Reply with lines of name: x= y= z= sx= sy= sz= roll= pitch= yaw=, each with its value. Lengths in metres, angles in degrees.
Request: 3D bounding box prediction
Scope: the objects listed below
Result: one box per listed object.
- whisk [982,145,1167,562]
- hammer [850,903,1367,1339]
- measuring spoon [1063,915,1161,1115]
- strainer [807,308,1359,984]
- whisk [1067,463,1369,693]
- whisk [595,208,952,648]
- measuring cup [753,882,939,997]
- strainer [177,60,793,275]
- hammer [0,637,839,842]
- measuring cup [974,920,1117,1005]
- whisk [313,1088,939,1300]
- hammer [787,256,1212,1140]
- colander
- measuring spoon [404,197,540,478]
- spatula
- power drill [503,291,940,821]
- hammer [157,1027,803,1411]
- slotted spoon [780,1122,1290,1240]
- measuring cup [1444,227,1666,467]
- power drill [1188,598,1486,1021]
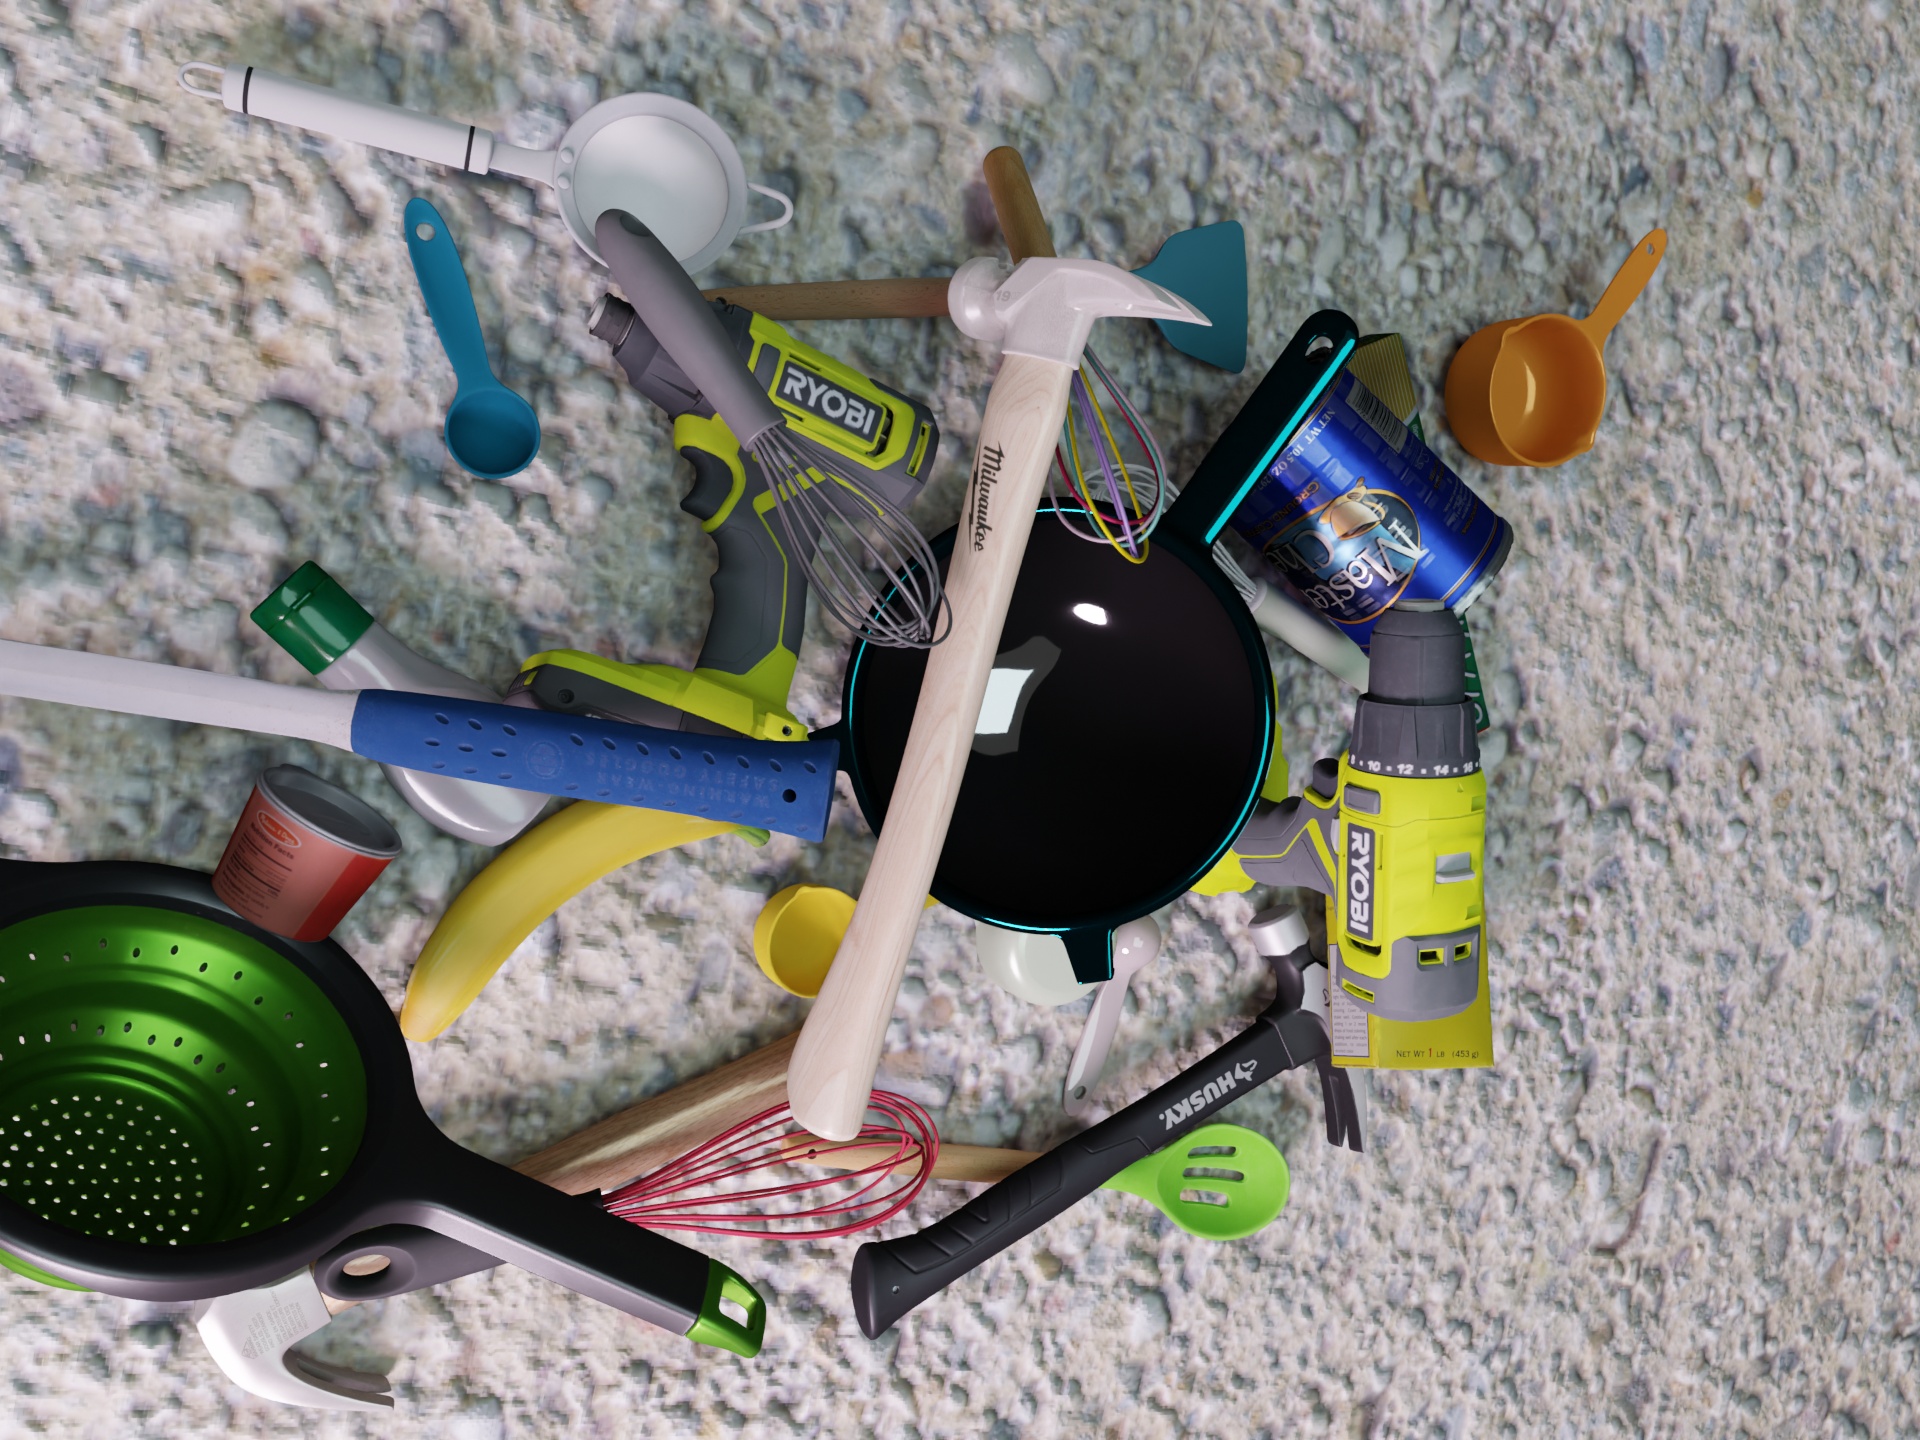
whisk: x=0.048 y=-0.181 z=0.756 sx=0.047 sy=0.051 sz=0.245 roll=-2 pitch=63 yaw=-27
hammer: x=0.087 y=0.240 z=0.882 sx=0.335 sy=0.035 sz=0.146 roll=-26 pitch=95 yaw=-22
measuring spoon: x=0.086 y=0.169 z=0.905 sx=0.034 sy=0.018 sz=0.124 roll=19 pitch=91 yaw=-25
strainer: x=0.090 y=-0.052 z=0.799 sx=0.211 sy=0.095 sz=0.340 roll=37 pitch=93 yaw=13
whisk: x=0.156 y=-0.073 z=0.889 sx=0.246 sy=0.058 sz=0.059 roll=29 pitch=120 yaw=-28
whisk: x=-0.083 y=-0.126 z=0.690 sx=0.055 sy=0.055 sz=0.239 roll=-36 pitch=88 yaw=-15
measuring cup: x=-0.040 y=0.094 z=0.840 sx=0.156 sy=0.029 sz=0.062 roll=-24 pitch=107 yaw=-31
strainer: x=-0.204 y=-0.250 z=0.702 sx=0.258 sy=0.050 sz=0.087 roll=9 pitch=84 yaw=-19
hammer: x=-0.253 y=0.004 z=0.640 sx=0.405 sy=0.035 sz=0.144 roll=9 pitch=98 yaw=-1
measuring cup: x=0.065 y=0.077 z=0.870 sx=0.083 sy=0.038 sz=0.167 roll=19 pitch=92 yaw=-25
whisk: x=-0.150 y=0.231 z=0.757 sx=0.295 sy=0.073 sz=0.073 roll=-8 pitch=101 yaw=-17
hammer: x=-0.001 y=-0.002 z=0.715 sx=0.038 sy=0.146 sz=0.410 roll=10 pitch=99 yaw=-38
colander: x=-0.272 y=0.201 z=0.673 sx=0.397 sy=0.205 sz=0.094 roll=30 pitch=116 yaw=-16
measuring spoon: x=-0.226 y=-0.171 z=0.720 sx=0.042 sy=0.021 sz=0.128 roll=-19 pitch=96 yaw=-20
spatula: x=0.017 y=-0.215 z=0.815 sx=0.317 sy=0.044 sz=0.082 roll=-6 pitch=101 yaw=-18
power drill: x=-0.117 y=-0.077 z=0.733 sx=0.171 sy=0.080 sz=0.223 roll=23 pitch=75 yaw=-26
hammer: x=-0.198 y=0.227 z=0.781 sx=0.331 sy=0.031 sz=0.130 roll=-21 pitch=106 yaw=-20
slotted spoon: x=0.048 y=0.252 z=0.898 sx=0.313 sy=0.031 sz=0.070 roll=11 pitch=91 yaw=-23
measuring cup: x=0.355 y=-0.226 z=0.947 sx=0.095 sy=0.052 sz=0.173 roll=43 pitch=78 yaw=-23
power drill: x=0.177 y=0.028 z=0.807 sx=0.080 sy=0.229 sz=0.190 roll=-5 pitch=100 yaw=-23
